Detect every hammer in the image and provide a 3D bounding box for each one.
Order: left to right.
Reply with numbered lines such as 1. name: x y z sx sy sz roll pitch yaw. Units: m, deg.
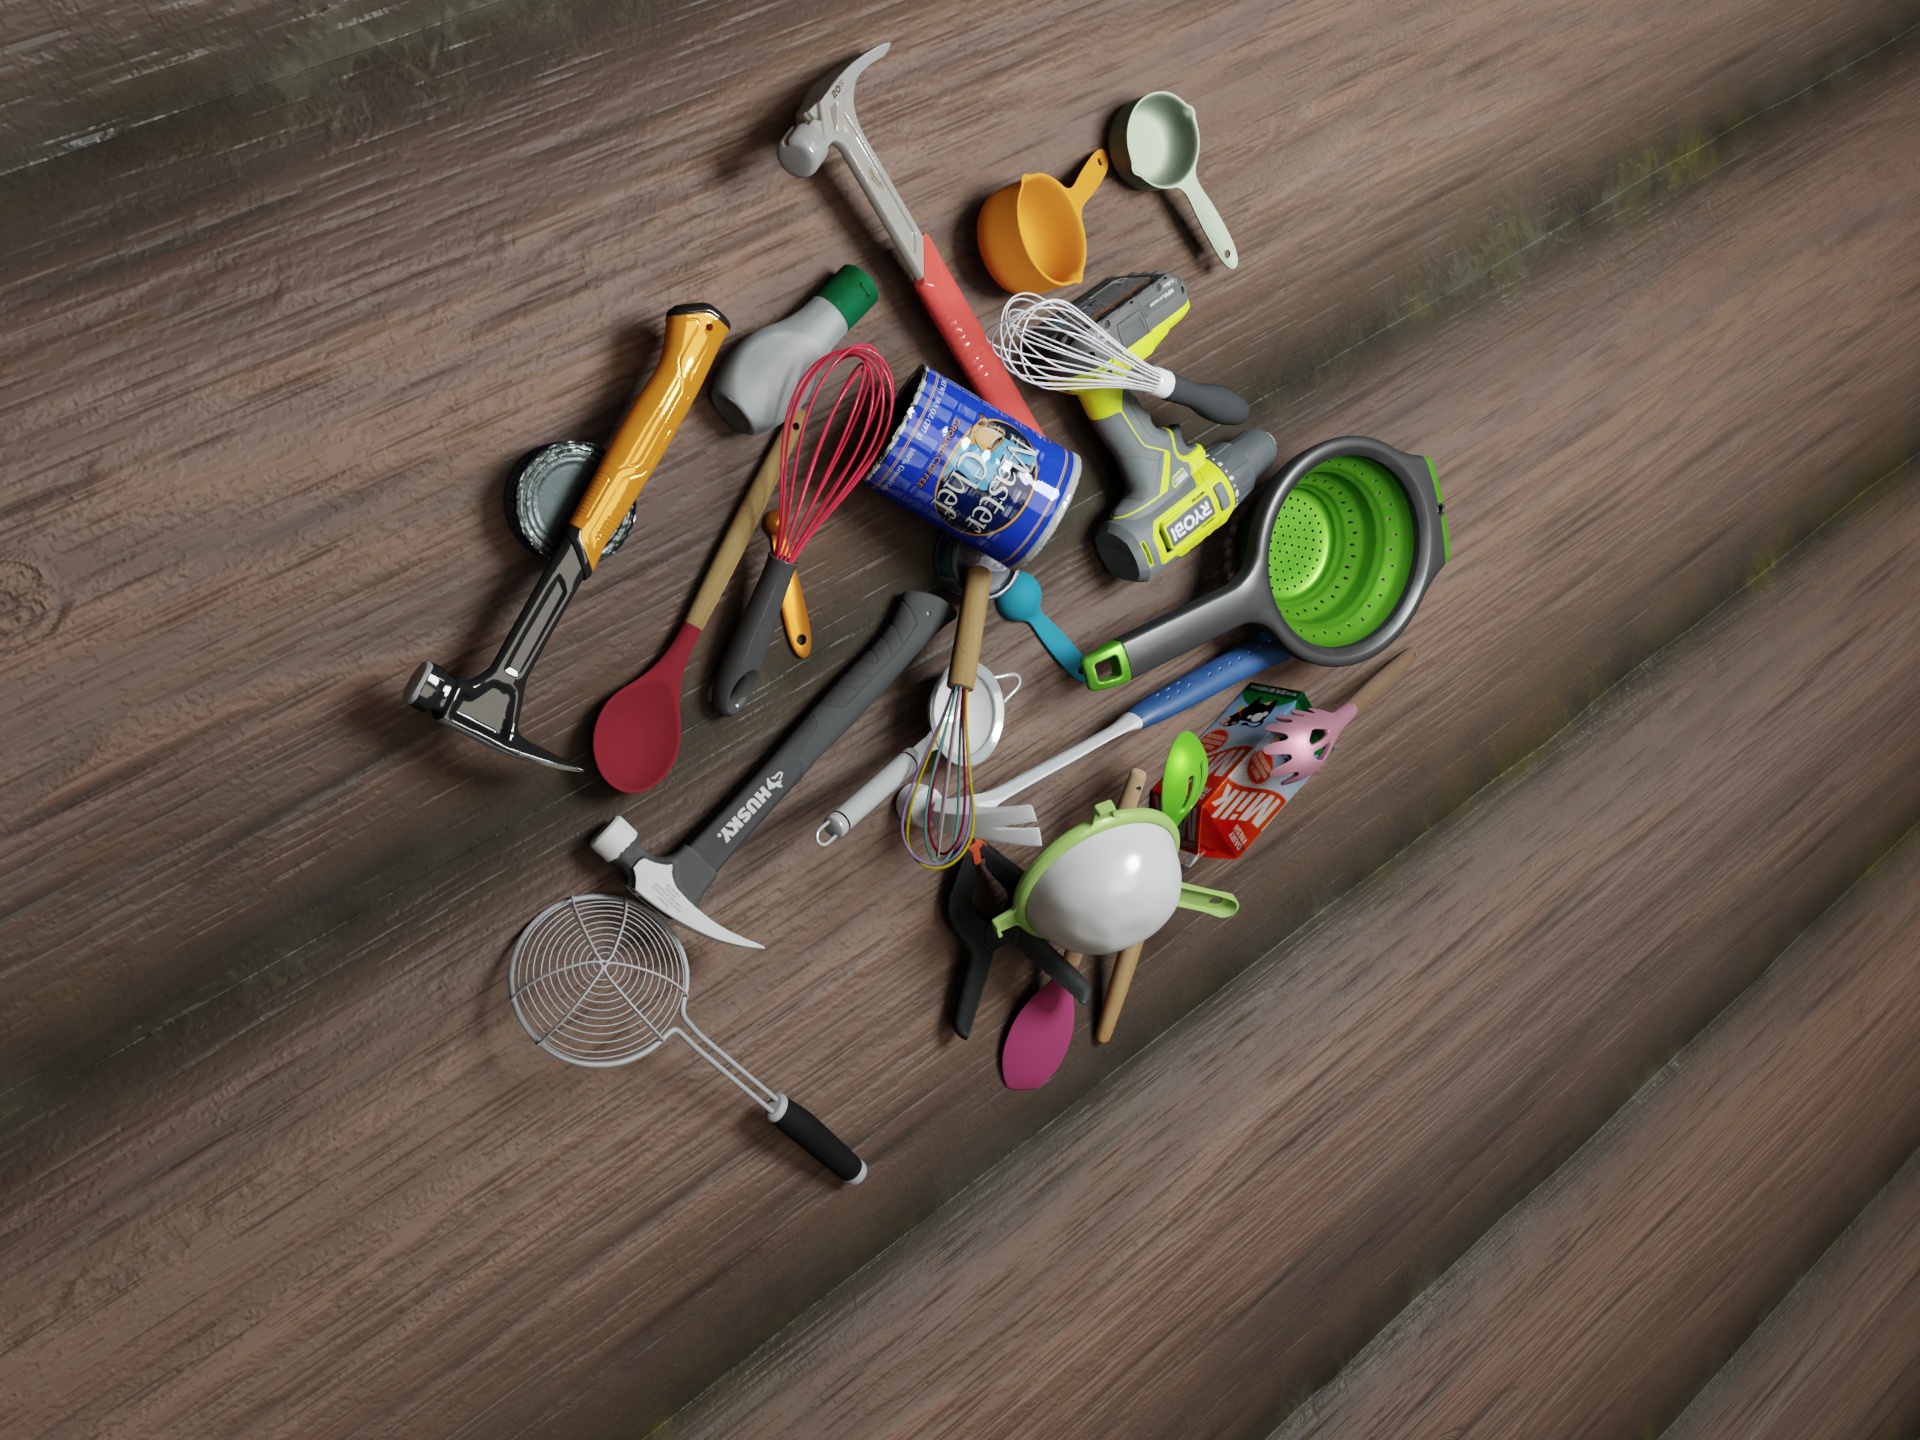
1. hammer: -0.242 -0.132 1.086 0.127 0.034 0.337 31 82 -32
2. hammer: -0.116 0.025 1.221 0.146 0.035 0.335 46 70 -11
3. hammer: -0.009 -0.328 1.224 0.358 0.037 0.149 55 45 -32
4. hammer: 0.143 0.007 1.353 0.405 0.144 0.035 -27 113 -33

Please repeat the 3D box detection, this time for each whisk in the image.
1. whisk: -0.124 -0.137 1.167 0.073 0.073 0.295 15 105 -33
2. whisk: 0.000 -0.004 1.228 0.051 0.047 0.245 25 68 -43
3. whisk: 0.131 -0.270 1.233 0.284 0.070 0.070 8 95 -42

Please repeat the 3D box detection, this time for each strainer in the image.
1. strainer: -0.037 0.026 1.244 0.258 0.050 0.086 -41 118 -45
2. strainer: 0.159 0.155 1.304 0.256 0.069 0.151 16 122 -42

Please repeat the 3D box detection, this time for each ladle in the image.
1. ladle: -0.187 -0.093 1.175 0.069 0.031 0.315 31 80 -35

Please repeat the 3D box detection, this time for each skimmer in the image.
1. skimmer: -0.196 0.266 1.230 0.362 0.090 0.127 52 51 -39

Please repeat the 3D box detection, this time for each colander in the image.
1. colander: 0.253 -0.123 1.409 0.397 0.095 0.204 -26 112 -21

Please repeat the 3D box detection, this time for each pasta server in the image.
1. pasta server: 0.361 -0.017 1.470 0.316 0.040 0.060 -31 106 -51

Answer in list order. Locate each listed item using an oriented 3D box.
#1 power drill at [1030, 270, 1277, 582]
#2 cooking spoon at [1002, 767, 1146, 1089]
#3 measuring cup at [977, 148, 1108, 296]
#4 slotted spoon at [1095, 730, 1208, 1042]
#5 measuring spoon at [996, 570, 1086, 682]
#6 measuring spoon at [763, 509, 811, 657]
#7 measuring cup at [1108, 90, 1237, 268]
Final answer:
1. power drill: 0.170 -0.256 1.341 0.190 0.080 0.228 -39 119 -21
2. cooking spoon: 0.102 0.186 1.366 0.068 0.017 0.318 6 111 -31
3. measuring cup: 0.069 -0.406 1.273 0.095 0.052 0.174 55 45 -28
4. slotted spoon: 0.163 0.153 1.385 0.070 0.031 0.313 -25 135 -53
5. measuring spoon: 0.078 -0.075 1.346 0.042 0.021 0.128 -51 119 -14
6. measuring spoon: -0.130 -0.103 1.217 0.021 0.011 0.117 -19 109 -28
7. measuring cup: 0.182 -0.447 1.337 0.083 0.038 0.167 -49 122 -15
